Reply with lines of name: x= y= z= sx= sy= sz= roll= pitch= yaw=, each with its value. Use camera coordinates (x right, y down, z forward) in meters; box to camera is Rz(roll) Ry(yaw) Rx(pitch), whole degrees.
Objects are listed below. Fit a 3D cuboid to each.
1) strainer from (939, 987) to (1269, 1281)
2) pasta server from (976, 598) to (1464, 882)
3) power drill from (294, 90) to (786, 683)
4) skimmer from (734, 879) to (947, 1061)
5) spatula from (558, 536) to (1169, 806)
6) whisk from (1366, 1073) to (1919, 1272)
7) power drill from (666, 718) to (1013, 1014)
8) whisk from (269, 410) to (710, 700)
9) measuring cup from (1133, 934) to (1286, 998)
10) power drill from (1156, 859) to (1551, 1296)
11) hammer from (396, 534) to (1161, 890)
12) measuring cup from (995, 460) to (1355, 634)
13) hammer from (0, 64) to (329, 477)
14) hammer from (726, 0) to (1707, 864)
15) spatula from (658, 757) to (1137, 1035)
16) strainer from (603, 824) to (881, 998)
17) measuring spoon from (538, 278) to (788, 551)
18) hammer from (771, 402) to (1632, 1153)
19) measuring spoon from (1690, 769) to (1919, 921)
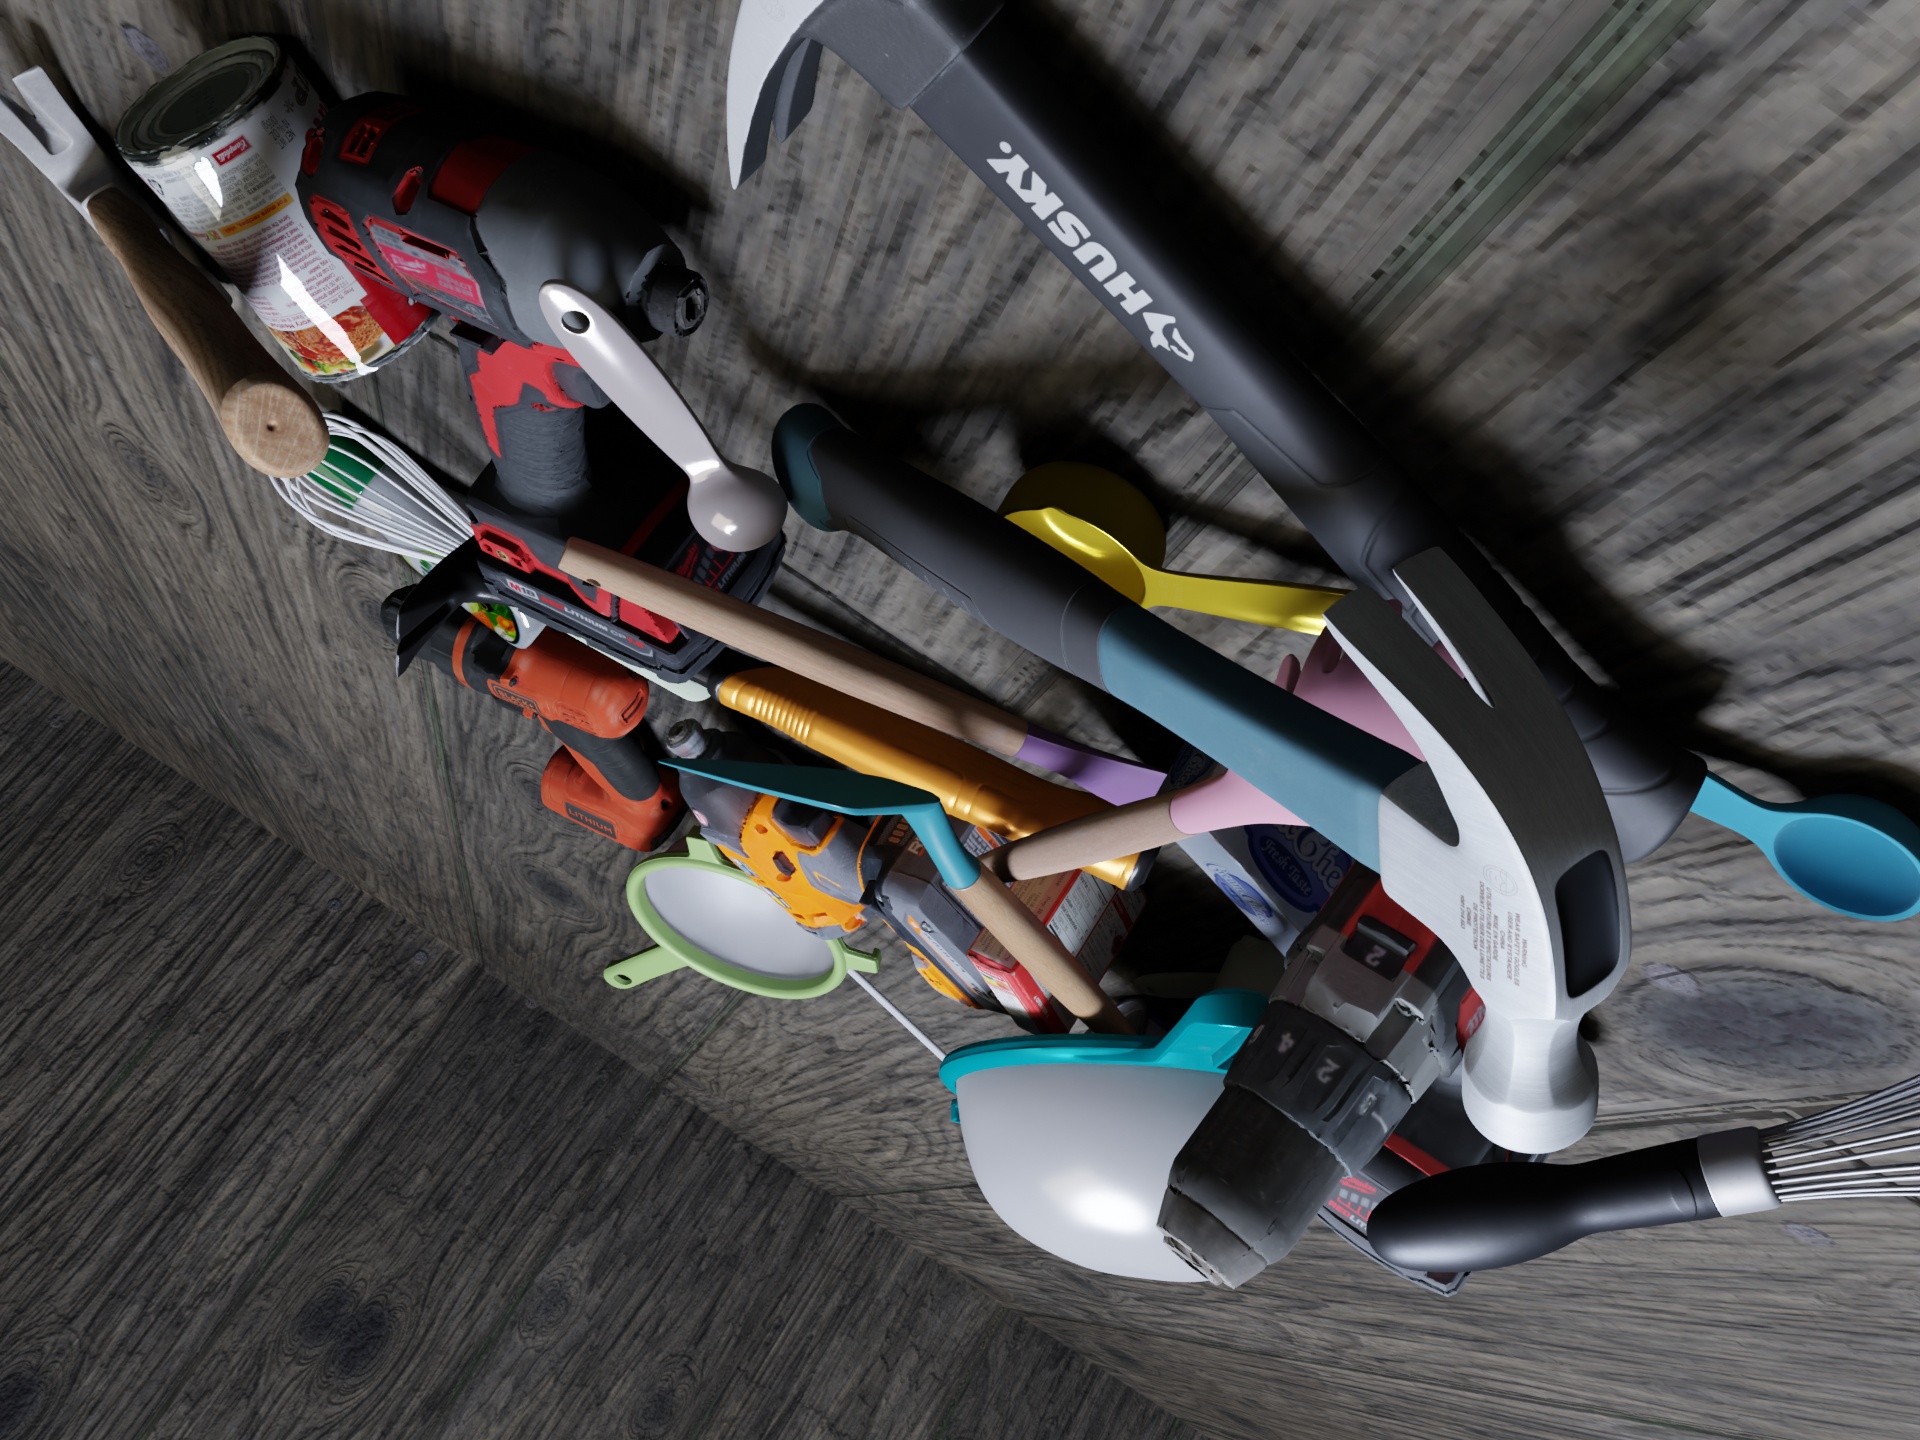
strainer: x=0.092 y=0.195 z=0.708 sx=0.211 sy=0.095 sz=0.340 roll=6 pitch=159 yaw=1
pasta server: x=0.068 y=0.029 z=0.528 sx=0.060 sy=0.040 sz=0.316 roll=45 pitch=158 yaw=-7
power drill: x=-0.138 y=-0.114 z=0.579 sx=0.143 sy=0.078 sz=0.219 roll=24 pitch=153 yaw=18
skimmer: x=-0.016 y=0.188 z=1.092 sx=0.363 sy=0.090 sz=0.127 roll=41 pitch=155 yaw=6
spatula: x=-0.001 y=-0.002 z=0.608 sx=0.315 sy=0.018 sz=0.060 roll=22 pitch=160 yaw=-16
whisk: x=0.243 y=0.114 z=0.428 sx=0.284 sy=0.070 sz=0.070 roll=-21 pitch=129 yaw=28
power drill: x=-0.056 y=0.066 z=0.831 sx=0.227 sy=0.084 sz=0.164 roll=10 pitch=148 yaw=50
whisk: x=-0.222 y=-0.075 z=0.775 sx=0.246 sy=0.058 sz=0.059 roll=31 pitch=137 yaw=-26
measuring cup: x=0.133 y=0.147 z=0.798 sx=0.083 sy=0.038 sz=0.167 roll=41 pitch=154 yaw=-19
power drill: x=0.151 y=0.134 z=0.564 sx=0.080 sy=0.188 sz=0.226 roll=30 pitch=163 yaw=33
hammer: x=-0.073 y=-0.003 z=0.690 sx=0.337 sy=0.127 sz=0.034 roll=23 pitch=128 yaw=8
measuring cup: x=0.083 y=-0.049 z=0.493 sx=0.156 sy=0.029 sz=0.062 roll=12 pitch=150 yaw=22
hammer: x=-0.297 y=-0.164 z=0.597 sx=0.332 sy=0.031 sz=0.129 roll=39 pitch=165 yaw=46
hammer: x=0.078 y=-0.076 z=0.406 sx=0.334 sy=0.035 sz=0.146 roll=43 pitch=155 yaw=-17
spatula: x=0.006 y=0.080 z=0.625 sx=0.082 sy=0.044 sz=0.317 roll=11 pitch=156 yaw=35
strainer: x=-0.165 y=0.128 z=1.064 sx=0.151 sy=0.069 sz=0.256 roll=39 pitch=142 yaw=-20
measuring spoon: x=-0.095 y=-0.092 z=0.507 sx=0.034 sy=0.018 sz=0.124 roll=-17 pitch=142 yaw=19
hammer: x=0.037 y=-0.023 z=0.440 sx=0.331 sy=0.033 sz=0.128 roll=37 pitch=147 yaw=46
measuring spoon: x=0.215 y=0.013 z=0.458 sx=0.129 sy=0.021 sz=0.042 roll=32 pitch=154 yaw=25
